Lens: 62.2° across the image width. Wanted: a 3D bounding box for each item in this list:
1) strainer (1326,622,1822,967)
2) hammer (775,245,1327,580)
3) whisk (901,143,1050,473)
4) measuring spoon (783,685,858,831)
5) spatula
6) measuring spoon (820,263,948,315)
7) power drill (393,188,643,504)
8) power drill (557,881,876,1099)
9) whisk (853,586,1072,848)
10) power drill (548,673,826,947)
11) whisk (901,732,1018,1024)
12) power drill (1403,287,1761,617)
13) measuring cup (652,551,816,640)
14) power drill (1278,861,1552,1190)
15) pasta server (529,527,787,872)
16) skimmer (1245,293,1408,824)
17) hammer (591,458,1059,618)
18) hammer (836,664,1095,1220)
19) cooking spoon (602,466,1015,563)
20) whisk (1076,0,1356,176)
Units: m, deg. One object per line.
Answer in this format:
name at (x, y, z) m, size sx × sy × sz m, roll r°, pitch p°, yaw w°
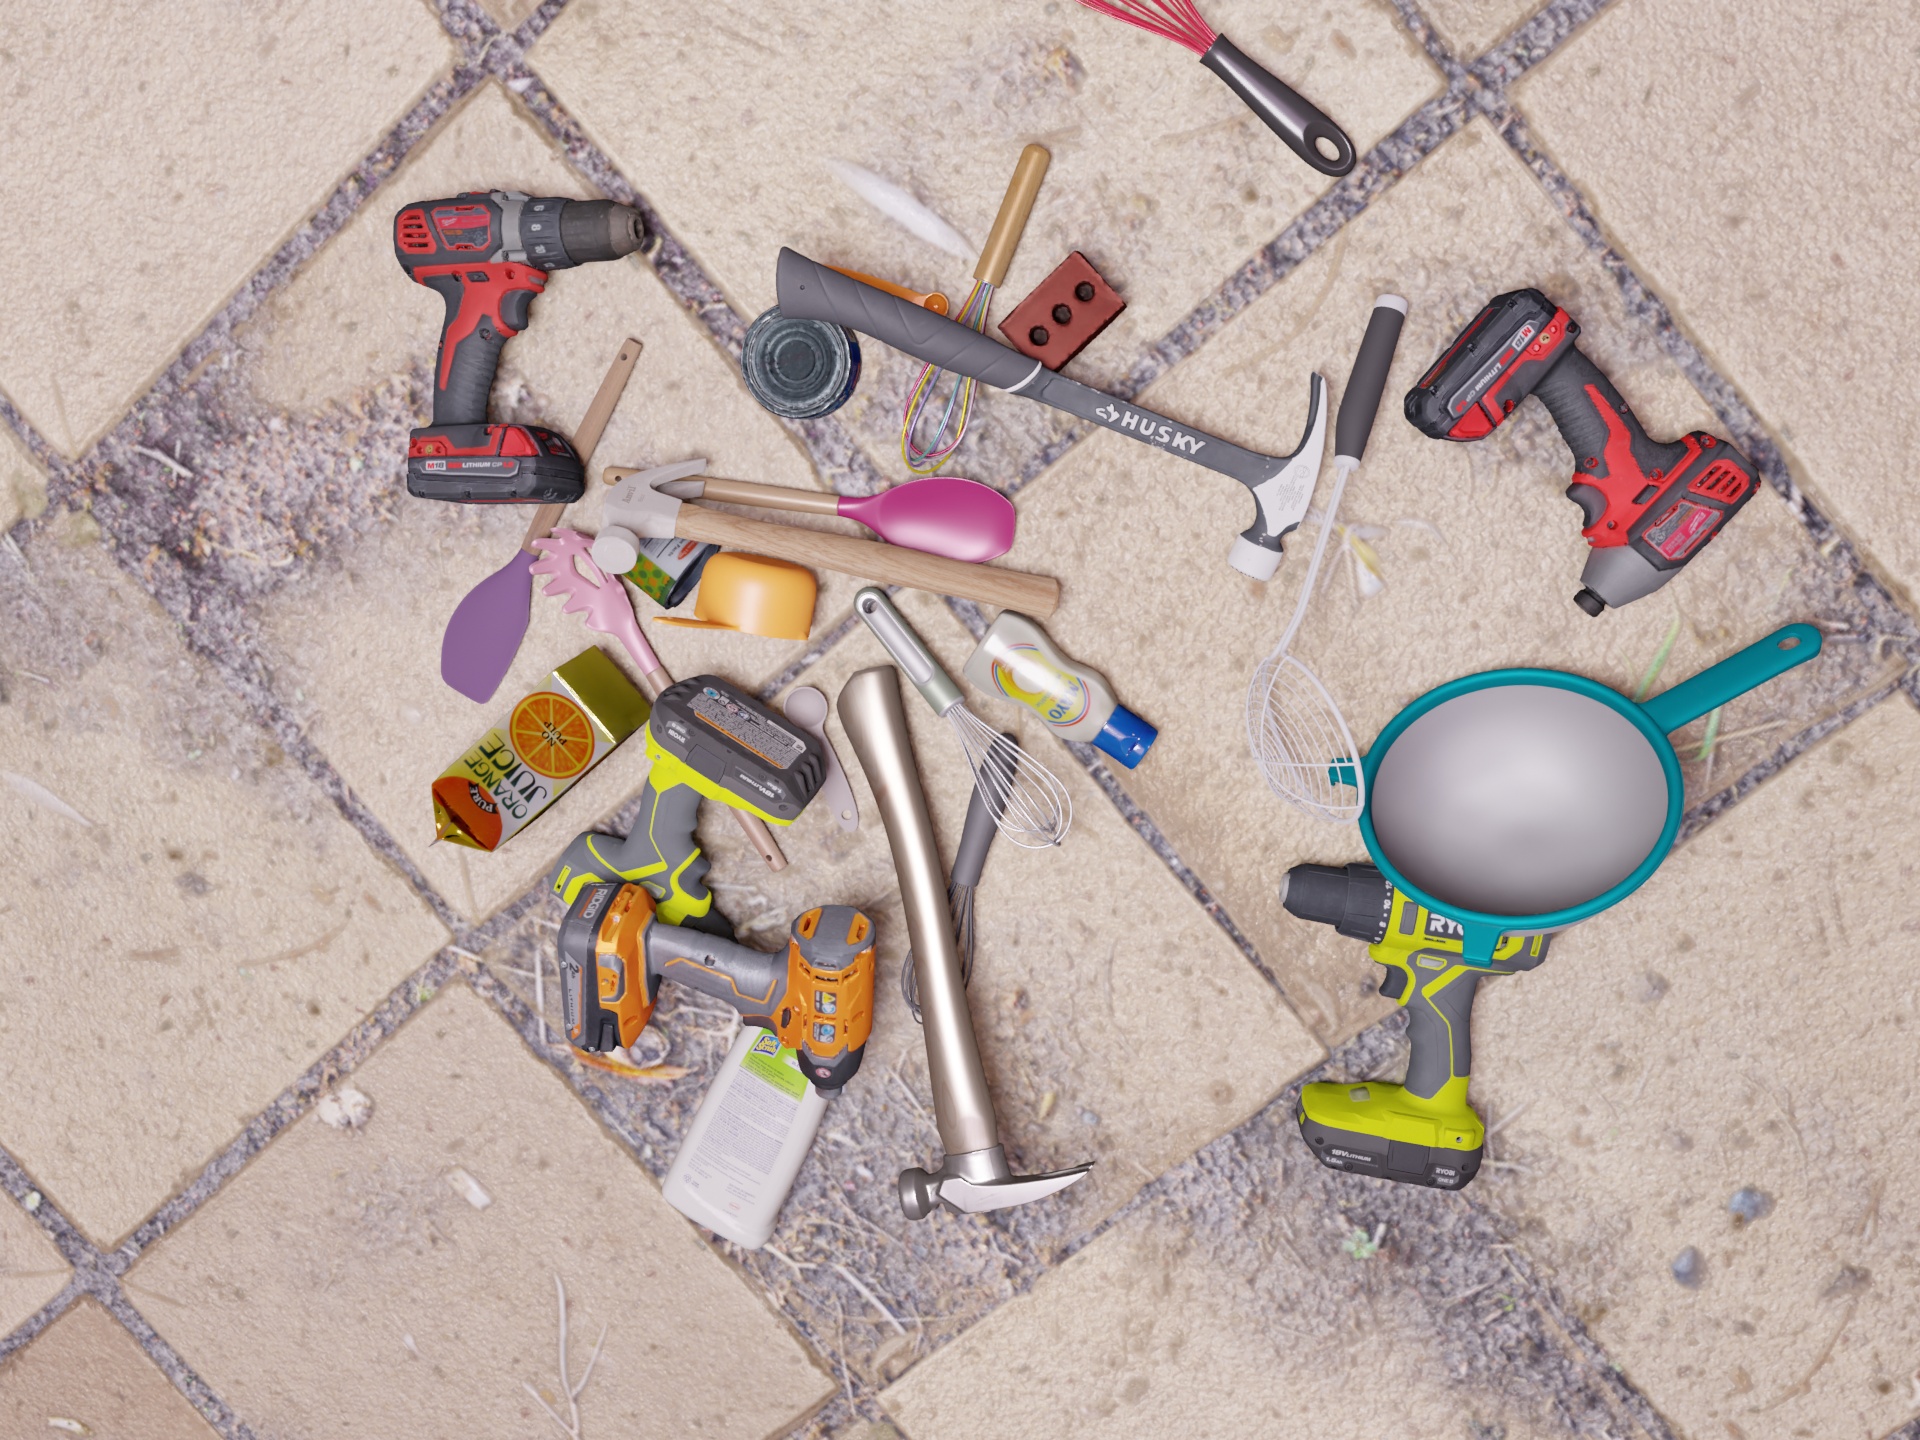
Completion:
strainer at (0.446, 0.042, 1.112) m, size 0.340 × 0.211 × 0.095 m, roll -28°, pitch 138°, yaw -1°
hammer at (0.064, -0.235, 1.100) m, size 0.408 × 0.036 × 0.149 m, roll 20°, pitch 108°, yaw -10°
whisk at (0.012, -0.294, 1.150) m, size 0.047 × 0.051 × 0.245 m, roll 19°, pitch 99°, yaw -17°
measuring spoon at (-0.105, 0.030, 1.241) m, size 0.034 × 0.018 × 0.124 m, roll -18°, pitch 105°, yaw 7°
spatula at (-0.324, -0.155, 1.232) m, size 0.060 × 0.018 × 0.316 m, roll 32°, pitch 104°, yaw 2°
measuring spoon at (-0.064, -0.316, 1.170) m, size 0.117 × 0.011 × 0.021 m, roll 16°, pitch 100°, yaw 9°
power drill at (-0.323, -0.275, 1.170) m, size 0.188 × 0.080 × 0.226 m, roll 1°, pitch 94°, yaw 14°
power drill at (-0.176, 0.207, 1.187) m, size 0.226 × 0.084 × 0.164 m, roll 7°, pitch 120°, yaw 6°
whisk at (-0.002, -0.004, 1.181) m, size 0.058 × 0.059 × 0.246 m, roll -40°, pitch 78°, yaw 10°
power drill at (-0.201, 0.092, 1.217) m, size 0.171 × 0.080 × 0.223 m, roll 32°, pitch 119°, yaw 1°
whisk at (0.003, 0.123, 1.225) m, size 0.055 × 0.055 × 0.239 m, roll 17°, pitch 99°, yaw 5°
power drill at (0.420, -0.181, 1.093) m, size 0.219 × 0.078 × 0.143 m, roll 40°, pitch 104°, yaw -4°
measuring cup at (-0.167, -0.093, 1.144) m, size 0.095 × 0.173 × 0.052 m, roll 16°, pitch 99°, yaw 21°
power drill at (0.320, 0.217, 1.182) m, size 0.190 × 0.080 × 0.228 m, roll 9°, pitch 99°, yaw 5°
pasta server at (-0.228, -0.013, 1.236) m, size 0.060 × 0.040 × 0.316 m, roll -29°, pitch 97°, yaw 25°
skimmer at (0.278, -0.112, 1.110) m, size 0.090 × 0.127 × 0.363 m, roll 17°, pitch 87°, yaw -11°
hammer at (-0.091, -0.123, 1.154) m, size 0.331 × 0.130 × 0.031 m, roll 11°, pitch 127°, yaw -8°
hammer at (-0.013, 0.159, 1.190) m, size 0.146 × 0.038 × 0.411 m, roll -13°, pitch 86°, yaw 13°
cooking spoon at (-0.116, -0.166, 1.199) m, size 0.319 × 0.017 × 0.068 m, roll 8°, pitch 117°, yaw 7°
whisk at (0.155, -0.472, 1.085) m, size 0.295 × 0.073 × 0.073 m, roll 38°, pitch 104°, yaw -7°
